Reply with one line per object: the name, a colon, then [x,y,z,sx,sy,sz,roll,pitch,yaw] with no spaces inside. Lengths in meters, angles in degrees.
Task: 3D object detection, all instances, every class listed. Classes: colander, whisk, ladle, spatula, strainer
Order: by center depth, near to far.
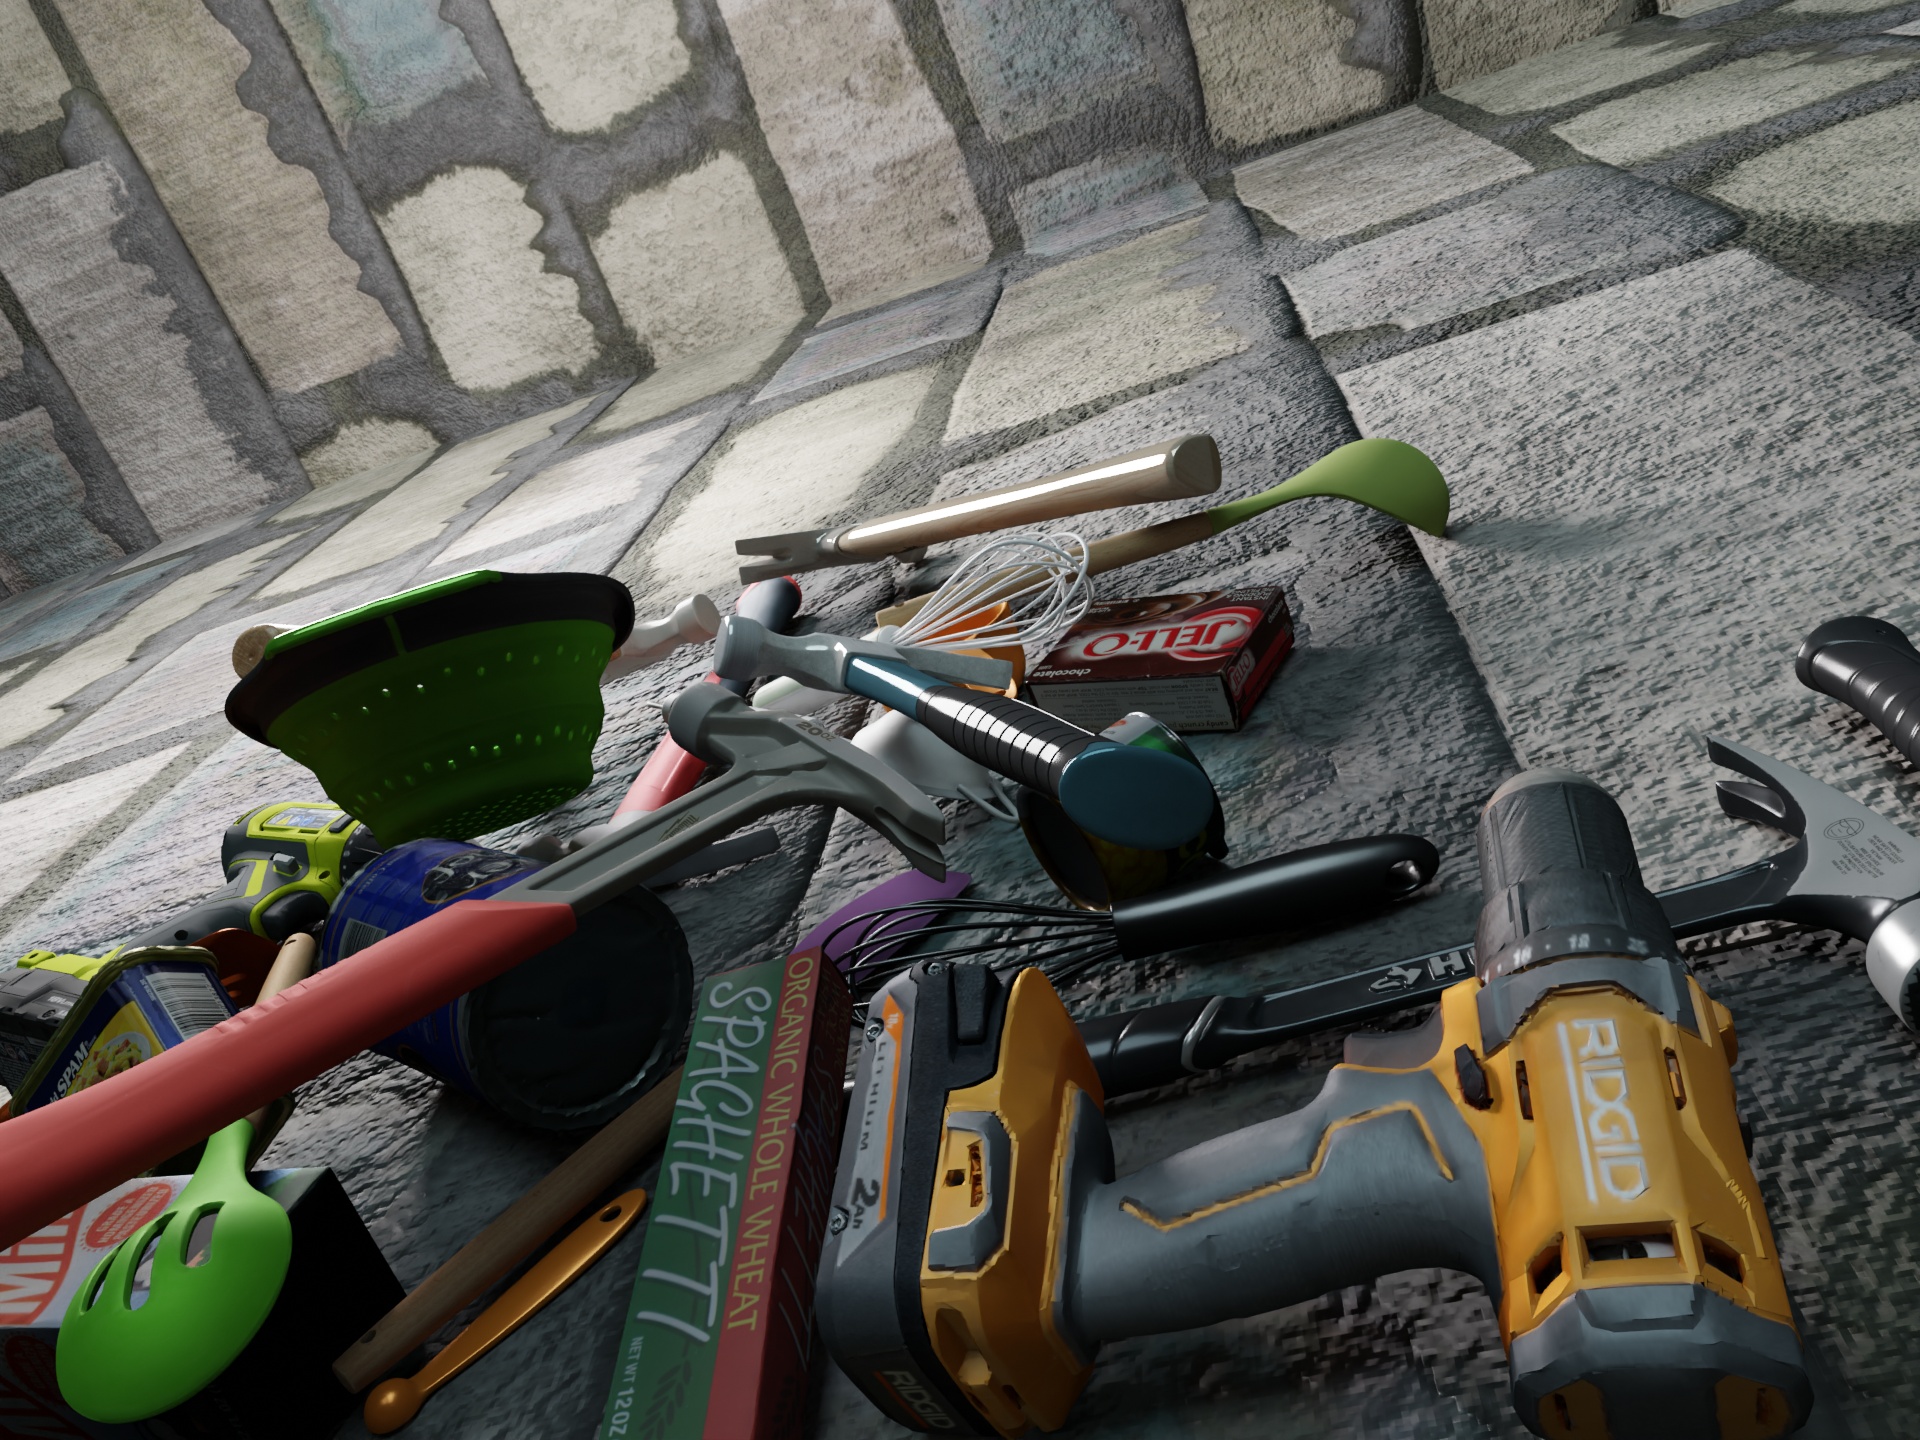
whisk: [0.060,0.076,0.596,0.239,0.055,0.055,-14,23,6]
spatula: [-0.108,0.143,0.625,0.060,0.018,0.316,0,28,44]
spatula: [-0.435,0.202,0.696,0.041,0.081,0.322,40,75,21]
whisk: [-0.027,-0.038,0.803,0.246,0.057,0.059,-22,43,43]
strainer: [-0.073,0.007,0.818,0.258,0.050,0.086,10,7,37]
ladle: [0.112,-0.087,0.861,0.320,0.062,0.078,-17,21,-4]
colander: [-0.258,0.019,0.883,0.204,0.094,0.397,-20,-7,-8]

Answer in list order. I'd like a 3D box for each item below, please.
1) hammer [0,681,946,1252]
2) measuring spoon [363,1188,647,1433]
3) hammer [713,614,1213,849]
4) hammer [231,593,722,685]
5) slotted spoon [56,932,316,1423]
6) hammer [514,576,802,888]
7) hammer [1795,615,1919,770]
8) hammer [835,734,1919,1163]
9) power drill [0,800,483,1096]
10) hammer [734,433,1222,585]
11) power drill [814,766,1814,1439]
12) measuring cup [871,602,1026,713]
hammer: [-0.177,0.088,0.539,0.359,0.036,0.149,-29,41,-35]
measuring spoon: [-0.156,0.200,0.551,0.117,0.011,0.021,-37,27,-33]
hammer: [-0.001,-0.002,0.613,0.128,0.033,0.331,8,6,-21]
hammer: [-0.276,-0.038,0.915,0.130,0.031,0.331,-23,-7,23]
slotted spoon: [-0.263,0.139,0.579,0.070,0.031,0.314,-22,18,-9]
hammer: [-0.140,-0.011,0.981,0.143,0.038,0.387,-14,23,15]
hammer: [0.315,0.032,0.446,0.146,0.035,0.335,10,21,6]
hammer: [0.102,0.096,0.531,0.409,0.036,0.149,-17,22,12]
power drill: [-0.381,0.119,0.851,0.190,0.080,0.228,1,29,32]
hammer: [0.004,-0.125,0.977,0.146,0.038,0.411,-13,6,-31]
power drill: [0.087,0.099,0.431,0.226,0.084,0.186,-11,42,20]
measuring cup: [0.005,-0.018,0.854,0.095,0.052,0.174,-25,24,-8]
